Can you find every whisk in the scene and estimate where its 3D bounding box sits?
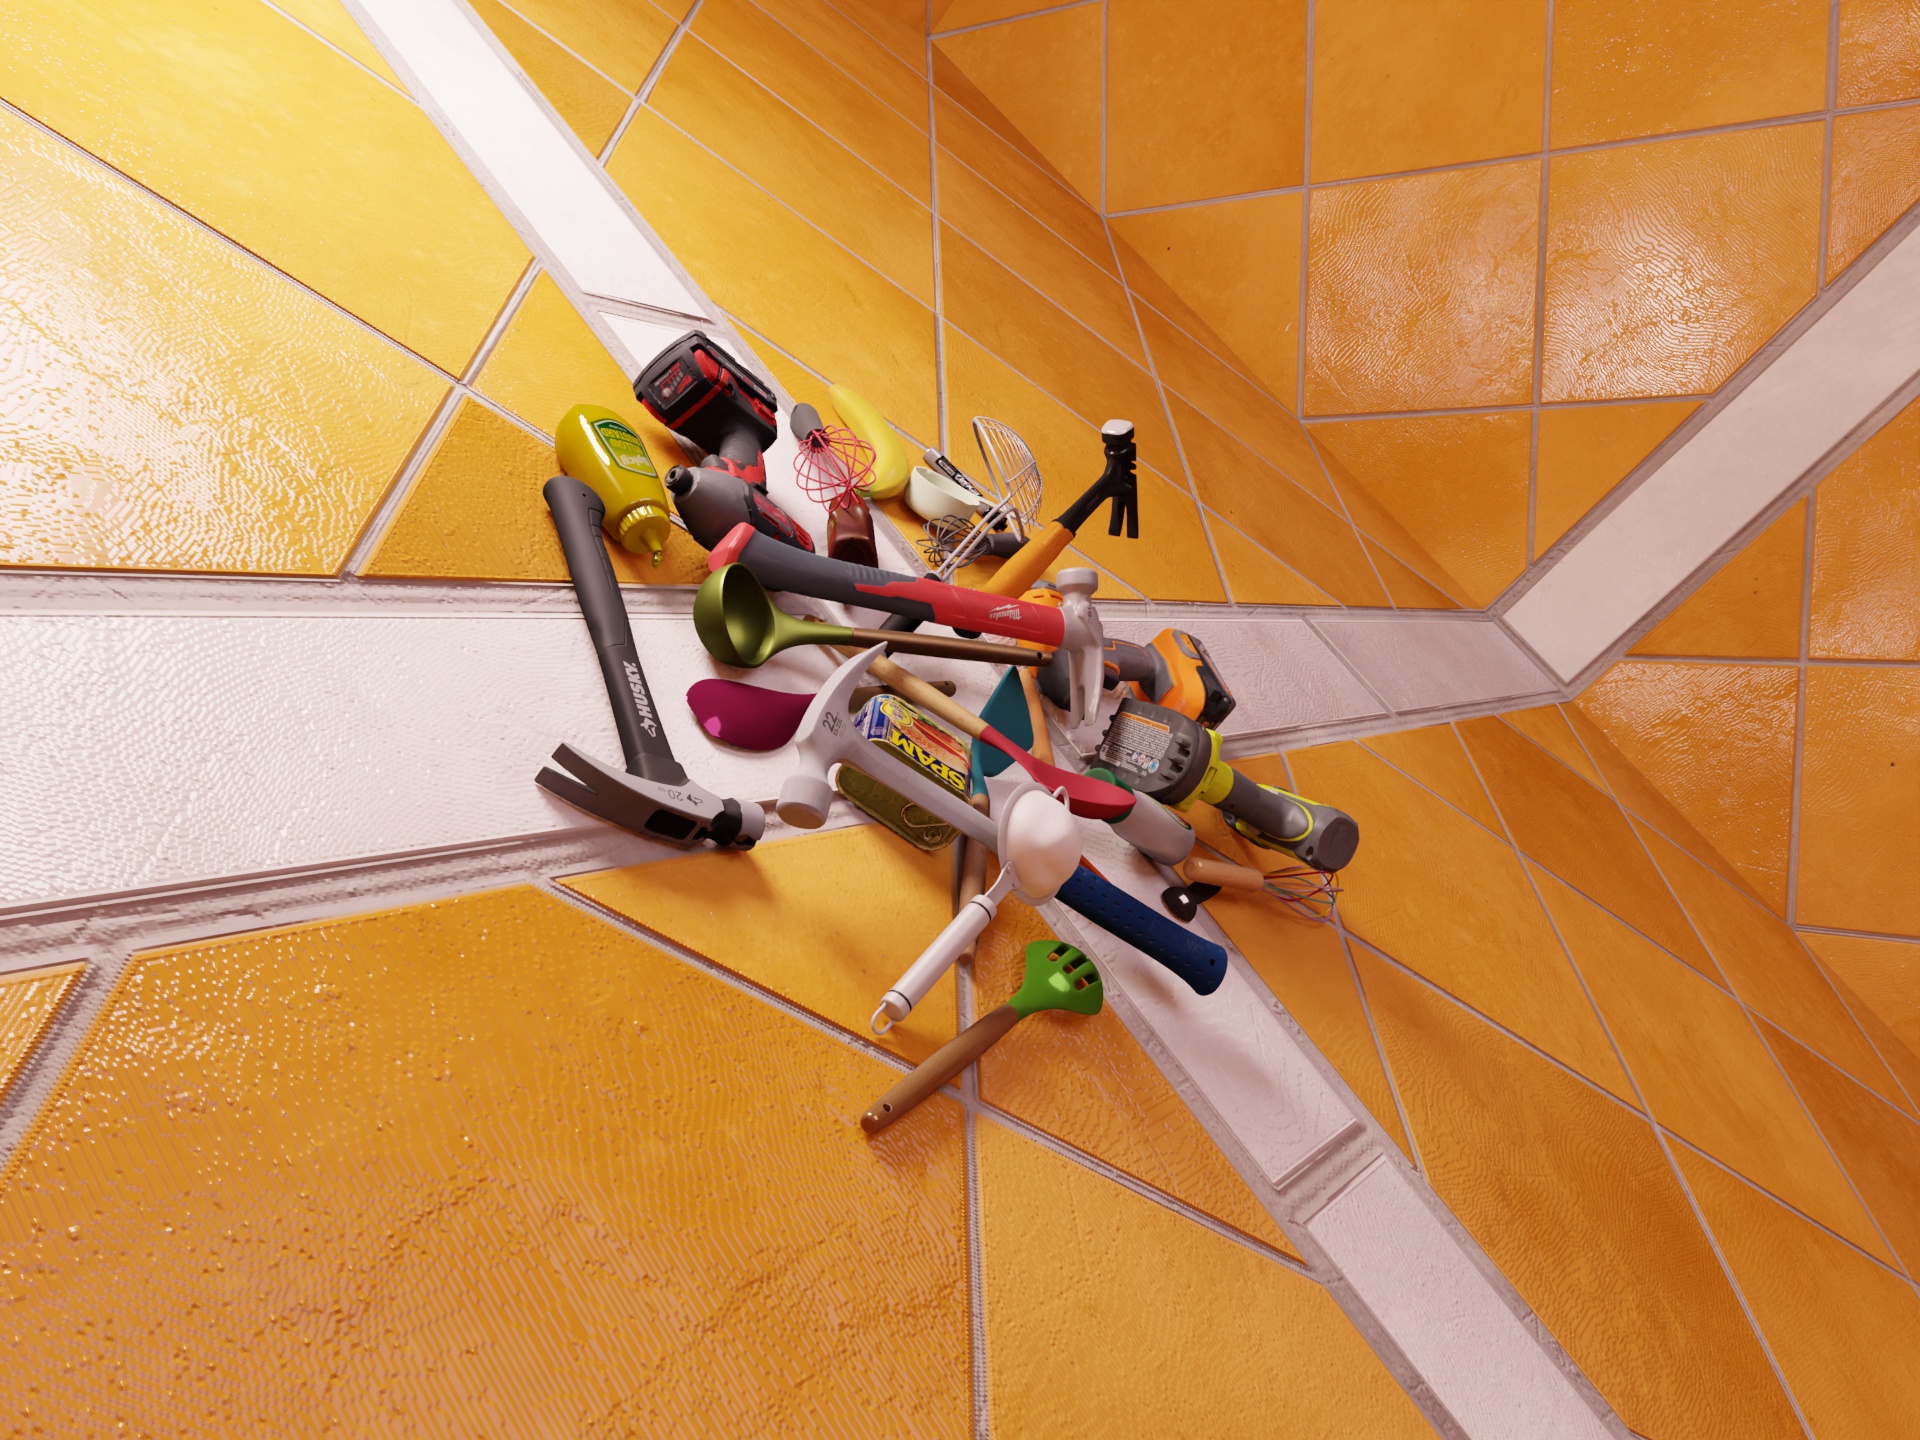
[{"bbox_3d":[0.281,0.145,1.457,0.244,0.047,0.051,15,29,-45],"label":"whisk"},{"bbox_3d":[0.021,-0.179,1.615,0.055,0.055,0.239,49,22,14],"label":"whisk"},{"bbox_3d":[-0.128,-0.250,1.448,0.073,0.073,0.296,30,12,-23],"label":"whisk"}]

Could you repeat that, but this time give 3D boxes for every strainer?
[{"bbox_3d":[0.021,0.122,1.058,0.258,0.050,0.086,-44,120,-38],"label":"strainer"}]

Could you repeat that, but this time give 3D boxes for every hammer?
[{"bbox_3d":[-0.238,-0.054,1.070,0.146,0.035,0.335,18,34,-41],"label":"hammer"},{"bbox_3d":[0.049,0.092,1.143,0.405,0.035,0.144,33,55,-29],"label":"hammer"},{"bbox_3d":[-0.032,-0.085,1.310,0.386,0.038,0.143,9,76,-38],"label":"hammer"},{"bbox_3d":[0.086,-0.163,1.507,0.034,0.127,0.337,13,38,28],"label":"hammer"}]

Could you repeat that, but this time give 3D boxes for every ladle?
[{"bbox_3d":[-0.002,-0.004,1.238,0.315,0.031,0.069,32,19,21],"label":"ladle"},{"bbox_3d":[-0.057,-0.066,1.234,0.320,0.062,0.078,5,73,-30],"label":"ladle"}]

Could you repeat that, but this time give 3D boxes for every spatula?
[{"bbox_3d":[0.024,0.074,1.220,0.318,0.044,0.082,-83,161,-56],"label":"spatula"},{"bbox_3d":[0.082,0.044,1.353,0.081,0.041,0.323,45,20,-30],"label":"spatula"}]

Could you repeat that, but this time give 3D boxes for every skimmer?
[{"bbox_3d":[-0.019,-0.155,1.443,0.363,0.090,0.127,-53,132,-42],"label":"skimmer"}]

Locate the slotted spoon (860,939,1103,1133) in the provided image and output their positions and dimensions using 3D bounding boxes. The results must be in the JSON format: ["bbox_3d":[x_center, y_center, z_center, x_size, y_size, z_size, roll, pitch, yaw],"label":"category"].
[{"bbox_3d":[0.022,0.203,1.041,0.070,0.031,0.313,45,27,14],"label":"slotted spoon"}]

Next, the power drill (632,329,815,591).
[{"bbox_3d":[-0.198,-0.214,1.307,0.143,0.078,0.220,35,27,-44],"label":"power drill"}]

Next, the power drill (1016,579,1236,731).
[{"bbox_3d":[0.158,-0.042,1.550,0.226,0.084,0.164,17,35,-34],"label":"power drill"}]

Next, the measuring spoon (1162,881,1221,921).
[{"bbox_3d":[0.211,0.148,1.396,0.034,0.018,0.124,48,26,14],"label":"measuring spoon"}]

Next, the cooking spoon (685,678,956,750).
[{"bbox_3d":[-0.095,-0.016,1.227,0.069,0.017,0.318,52,28,18],"label":"cooking spoon"}]

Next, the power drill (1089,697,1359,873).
[{"bbox_3d":[0.235,0.062,1.460,0.223,0.080,0.171,27,-2,-30],"label":"power drill"}]

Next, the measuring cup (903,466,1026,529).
[{"bbox_3d":[0.008,-0.215,1.647,0.167,0.038,0.083,15,23,-47],"label":"measuring cup"}]
